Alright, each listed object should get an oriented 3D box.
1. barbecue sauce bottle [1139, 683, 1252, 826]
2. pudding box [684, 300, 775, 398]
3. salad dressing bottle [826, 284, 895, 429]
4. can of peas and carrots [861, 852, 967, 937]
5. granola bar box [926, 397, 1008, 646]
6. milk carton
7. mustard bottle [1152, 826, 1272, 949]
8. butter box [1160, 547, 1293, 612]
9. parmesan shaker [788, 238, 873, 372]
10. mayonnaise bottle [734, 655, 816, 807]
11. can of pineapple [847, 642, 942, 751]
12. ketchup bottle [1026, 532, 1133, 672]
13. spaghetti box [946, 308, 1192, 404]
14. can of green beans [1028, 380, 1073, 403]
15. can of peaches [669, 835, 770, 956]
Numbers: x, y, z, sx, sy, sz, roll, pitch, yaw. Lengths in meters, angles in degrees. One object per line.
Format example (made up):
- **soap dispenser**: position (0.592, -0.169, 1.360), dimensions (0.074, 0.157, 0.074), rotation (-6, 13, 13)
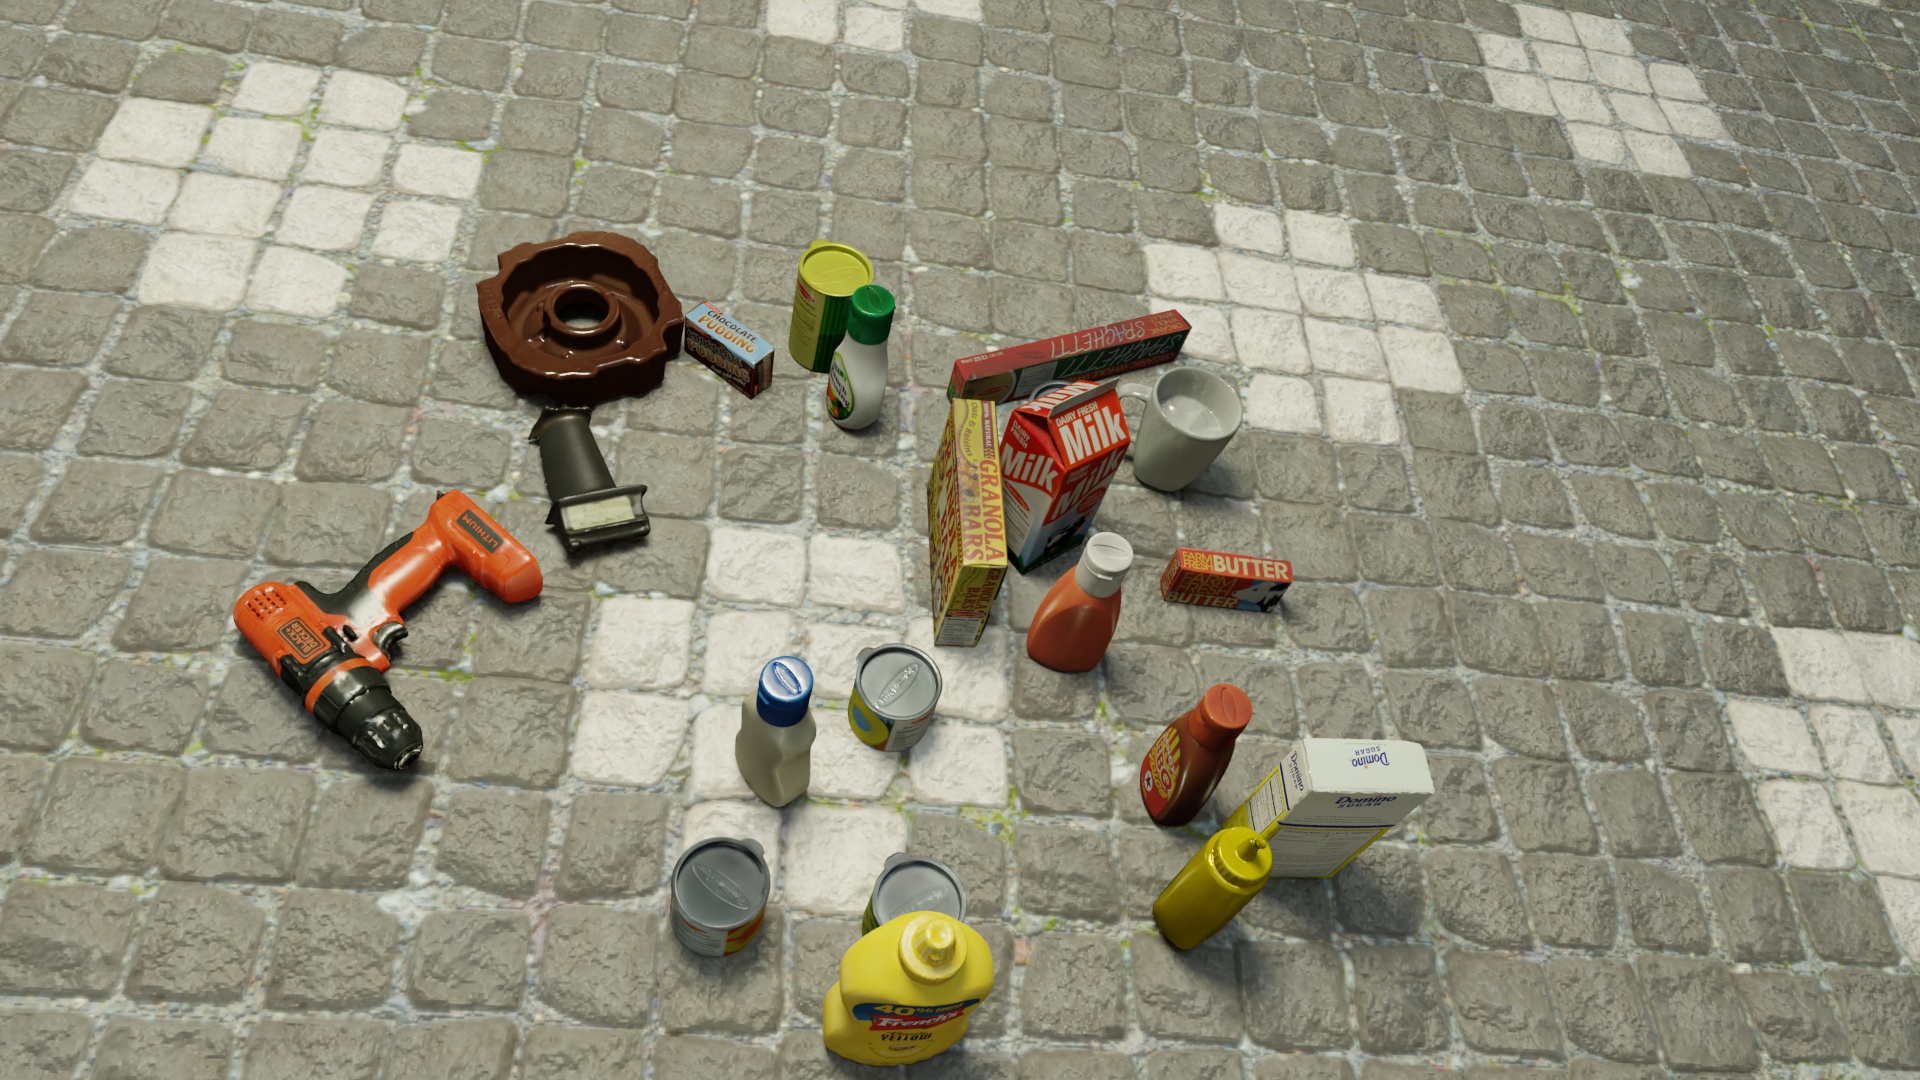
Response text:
- **barbecue sauce bottle**: position (0.176, 0.158, 1.041), dimensions (0.044, 0.147, 0.065), rotation (2, 55, -12)
- **pudding box**: position (-0.207, -0.171, 1.243), dimensions (0.084, 0.049, 0.030), rotation (36, 55, 13)
- **salad dressing bottle**: position (-0.085, -0.158, 1.202), dimensions (0.044, 0.146, 0.064), rotation (-14, 60, -22)
- **can of peas and carrots**: position (-0.035, 0.261, 0.972), dimensions (0.071, 0.058, 0.071), rotation (7, 54, -9)
- **granola bar box**: position (0.004, -0.014, 1.136), dimensions (0.039, 0.123, 0.166), rotation (4, 55, -11)
- **milk carton**: position (0.078, -0.062, 1.147), dimensions (0.072, 0.189, 0.073), rotation (-27, 65, -28)
- **mustard bottle**: position (0.184, 0.238, 0.979), dimensions (0.065, 0.159, 0.049), rotation (-31, 67, -29)
- **butter box**: position (0.229, 0.035, 1.200), dimensions (0.103, 0.052, 0.024), rotation (7, 54, -9)
- **parmesan shaker**: position (-0.120, -0.212, 1.259), dimensions (0.071, 0.102, 0.071), rotation (7, 54, -9)
- **mayonnaise bottle**: position (-0.129, 0.133, 0.985), dimensions (0.041, 0.147, 0.065), rotation (-30, 67, -29)
- **can of pineapple**: position (-0.052, 0.120, 1.069), dimensions (0.071, 0.057, 0.071), rotation (7, 54, -9)
- **ketchup bottle**: position (0.098, 0.050, 1.098), dimensions (0.065, 0.148, 0.044), rotation (13, 54, -4)
- **spaghetti box**: position (0.105, -0.171, 1.318), dimensions (0.251, 0.050, 0.029), rotation (-16, 61, -23)
- **can of green beans**: position (0.088, -0.102, 1.259), dimensions (0.071, 0.057, 0.071), rotation (7, 54, -9)
- **can of peaches**: position (-0.164, 0.243, 0.954), dimensions (0.071, 0.057, 0.071), rotation (7, 54, -9)
